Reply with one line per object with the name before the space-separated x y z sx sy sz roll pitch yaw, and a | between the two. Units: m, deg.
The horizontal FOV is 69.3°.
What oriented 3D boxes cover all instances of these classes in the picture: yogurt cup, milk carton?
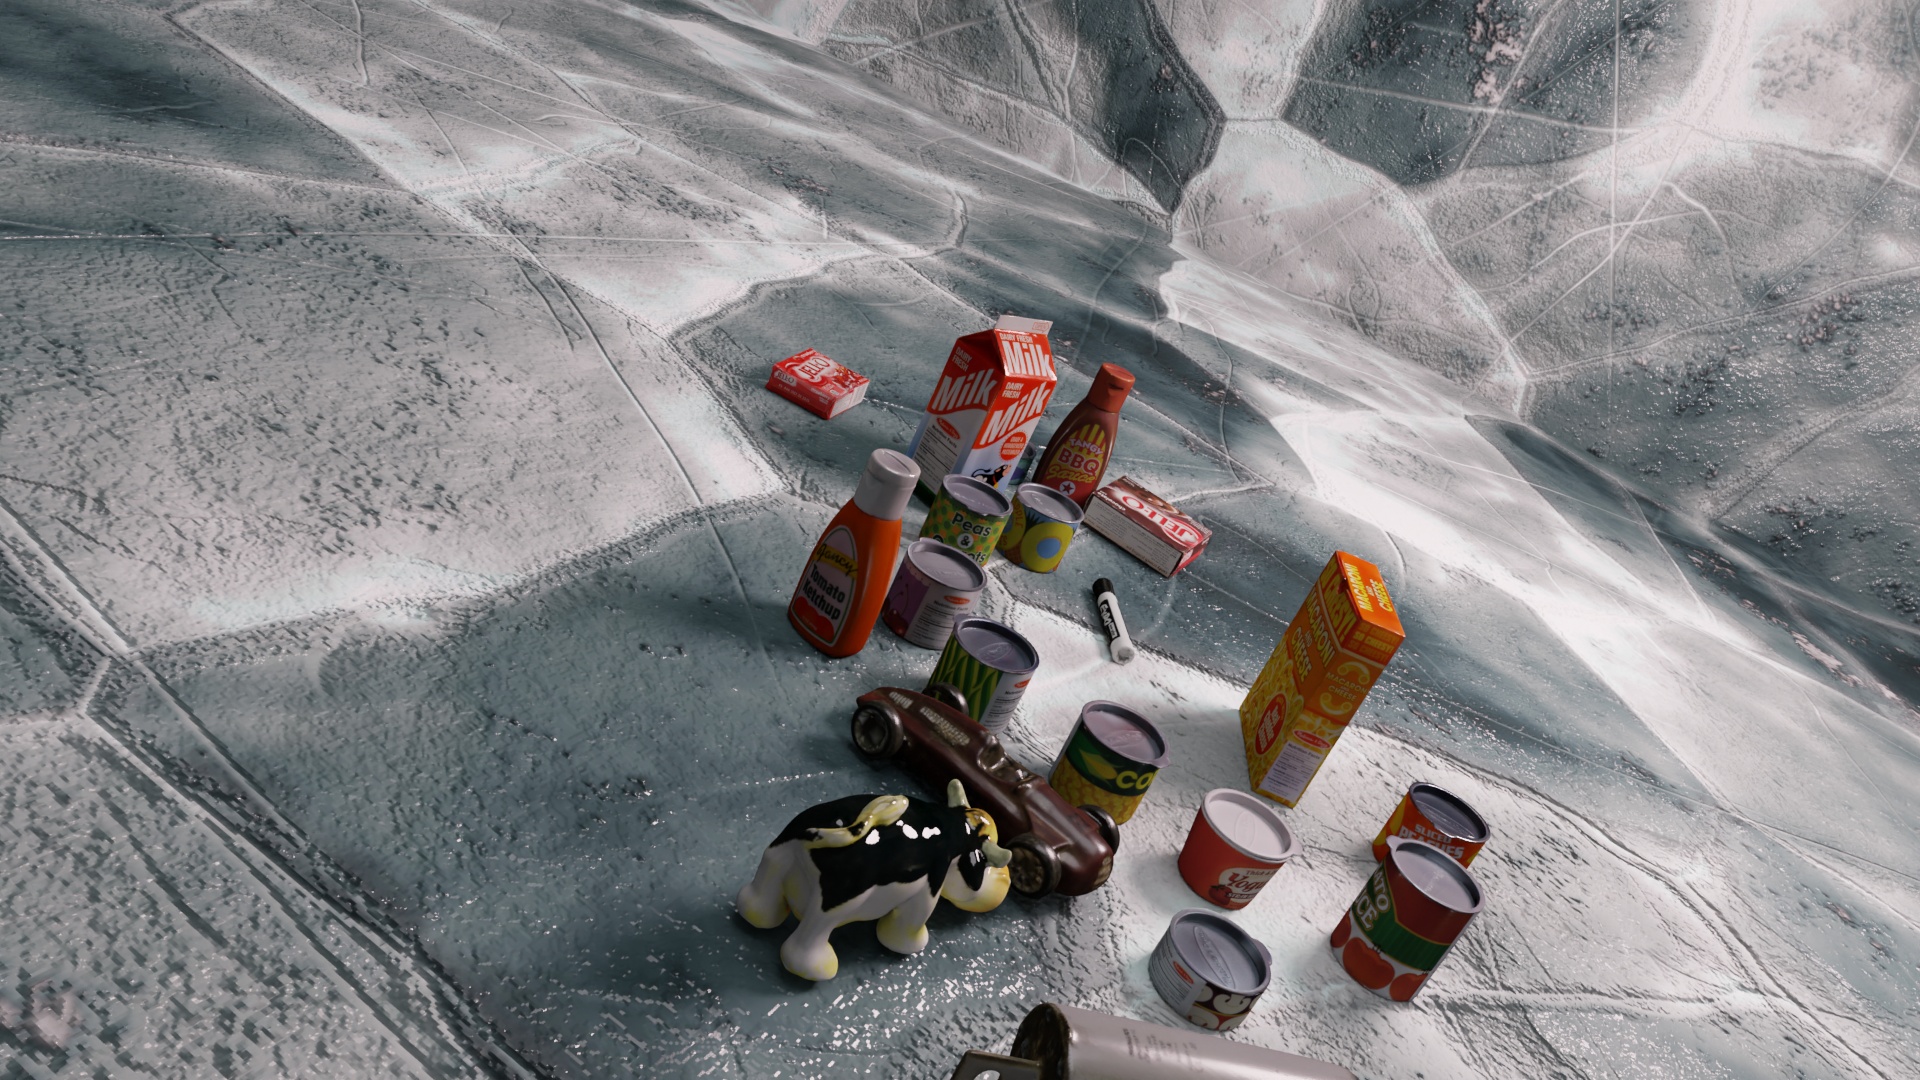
yogurt cup | 0.181 0.207 0.925 0.072 0.053 0.073 20 24 -10
milk carton | 0.022 -0.119 1.268 0.072 0.189 0.073 -2 35 -46

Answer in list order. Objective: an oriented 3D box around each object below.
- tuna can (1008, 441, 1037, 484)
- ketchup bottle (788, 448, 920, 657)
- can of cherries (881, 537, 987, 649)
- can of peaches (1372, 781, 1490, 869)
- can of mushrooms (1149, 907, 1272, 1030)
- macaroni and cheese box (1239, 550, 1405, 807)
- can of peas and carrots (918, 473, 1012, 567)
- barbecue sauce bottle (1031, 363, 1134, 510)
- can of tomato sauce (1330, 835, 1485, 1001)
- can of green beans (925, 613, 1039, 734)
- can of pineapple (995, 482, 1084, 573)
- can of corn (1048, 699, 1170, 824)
tuna can | 0.043 -0.087 1.415 0.071 0.032 0.071 20 25 -10
ketchup bottle | -0.071 0.007 0.979 0.065 0.148 0.043 40 28 30
can of cherries | -0.021 0.041 1.067 0.071 0.058 0.072 20 24 -10
can of peaches | 0.352 0.225 1.042 0.071 0.057 0.071 20 24 -10
can of mushrooms | 0.149 0.254 0.825 0.071 0.033 0.071 20 25 -10
macaroni and cheese box | 0.276 0.105 1.082 0.040 0.165 0.124 23 24 -4
can of peas and carrots | 0.004 -0.015 1.203 0.071 0.058 0.071 20 24 -10
barbecue sauce bottle | 0.127 -0.105 1.388 0.065 0.148 0.044 21 24 -9
can of tomato sauce | 0.290 0.247 0.910 0.071 0.082 0.071 20 24 -10
can of green beans | 0.015 0.096 0.989 0.071 0.057 0.071 20 24 -10
can of pineapple | 0.068 -0.012 1.257 0.071 0.057 0.071 20 24 -10
can of corn | 0.103 0.154 0.954 0.071 0.058 0.071 20 24 -10
